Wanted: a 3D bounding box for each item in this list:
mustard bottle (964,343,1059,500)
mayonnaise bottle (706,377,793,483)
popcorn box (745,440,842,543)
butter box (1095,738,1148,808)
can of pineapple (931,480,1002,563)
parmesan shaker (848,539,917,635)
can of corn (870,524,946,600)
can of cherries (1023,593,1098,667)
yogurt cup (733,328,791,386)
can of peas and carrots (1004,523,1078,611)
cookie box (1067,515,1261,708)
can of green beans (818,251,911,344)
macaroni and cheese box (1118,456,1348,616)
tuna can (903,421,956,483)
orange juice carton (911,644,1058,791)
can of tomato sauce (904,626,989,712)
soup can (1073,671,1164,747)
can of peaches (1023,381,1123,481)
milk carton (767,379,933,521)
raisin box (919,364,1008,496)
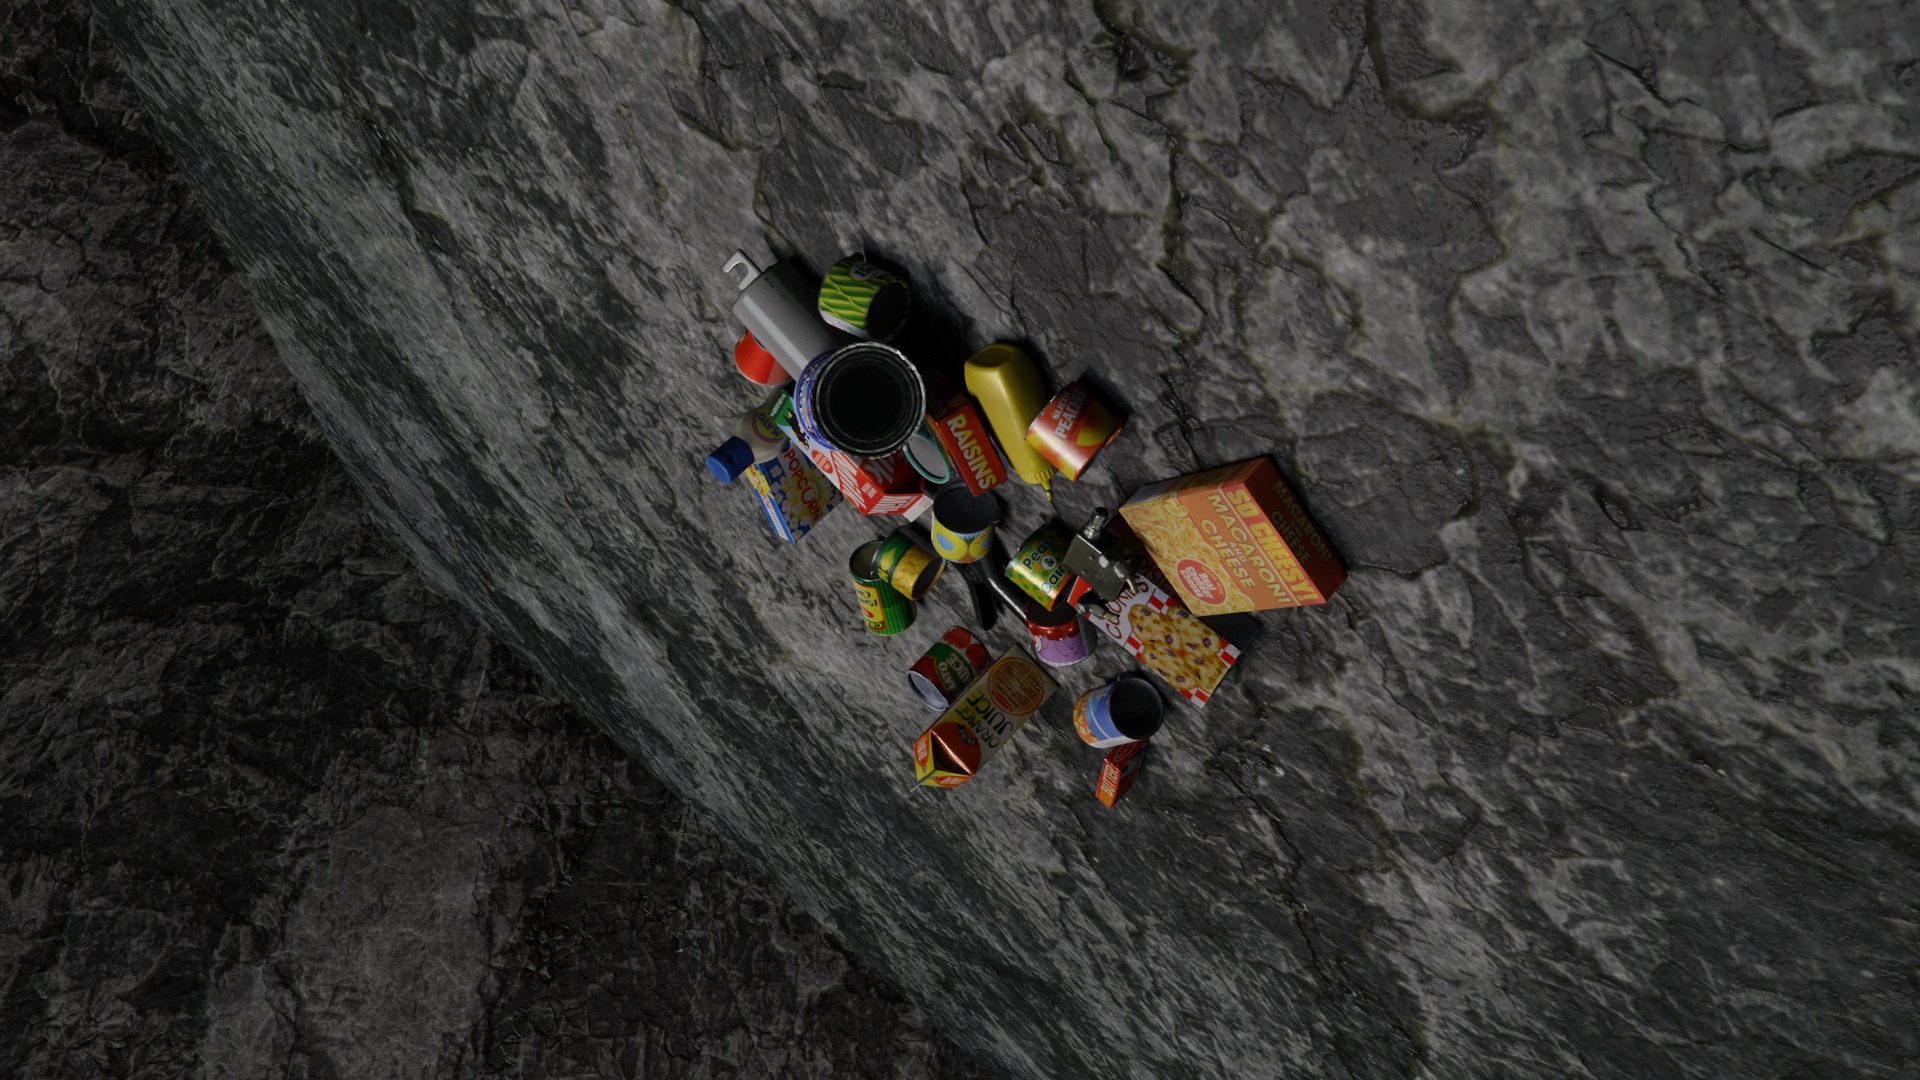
[{"bbox_3d":[0.056,-0.101,1.247,0.065,0.049,0.159,21,146,47],"label":"mustard bottle"},{"bbox_3d":[-0.207,-0.119,1.489,0.065,0.149,0.041,47,153,-3],"label":"mayonnaise bottle"},{"bbox_3d":[-0.195,-0.071,1.609,0.038,0.085,0.126,23,145,40],"label":"popcorn box"},{"bbox_3d":[0.181,0.257,1.560,0.024,0.053,0.103,37,152,22],"label":"butter box"},{"bbox_3d":[0.005,-0.018,1.417,0.071,0.071,0.057,36,152,19],"label":"can of pineapple"},{"bbox_3d":[-0.094,0.055,1.663,0.071,0.071,0.102,28,148,32],"label":"parmesan shaker"},{"bbox_3d":[-0.059,0.028,1.568,0.058,0.071,0.070,35,151,19],"label":"can of corn"},{"bbox_3d":[0.100,0.086,1.420,0.071,0.072,0.058,22,145,39],"label":"can of cherries"},{"bbox_3d":[-0.200,-0.204,1.459,0.072,0.073,0.053,44,145,4],"label":"yogurt cup"},{"bbox_3d":[0.086,0.026,1.359,0.059,0.071,0.070,39,152,13],"label":"can of peas and carrots"},{"bbox_3d":[0.187,0.068,1.302,0.167,0.040,0.122,39,151,14],"label":"cookie box"},{"bbox_3d":[-0.087,-0.219,1.269,0.058,0.071,0.071,28,148,29],"label":"can of green beans"},{"bbox_3d":[0.224,0.000,1.155,0.123,0.040,0.166,53,153,-13],"label":"macaroni and cheese box"},{"bbox_3d":[-0.023,-0.090,1.395,0.071,0.033,0.070,35,151,23],"label":"tuna can"},{"bbox_3d":[0.016,0.212,1.579,0.073,0.193,0.071,46,154,2],"label":"orange juice carton"},{"bbox_3d":[-0.014,0.154,1.665,0.071,0.083,0.070,34,151,22],"label":"can of tomato sauce"},{"bbox_3d":[0.165,0.179,1.464,0.071,0.071,0.083,48,154,-5],"label":"soup can"},{"bbox_3d":[0.097,-0.093,1.179,0.058,0.071,0.071,42,153,7],"label":"can of peaches"},{"bbox_3d":[-0.106,-0.098,1.457,0.190,0.074,0.072,47,153,-2],"label":"milk carton"},{"bbox_3d":[-0.004,-0.103,1.286,0.085,0.040,0.124,62,177,-27],"label":"raisin box"}]
